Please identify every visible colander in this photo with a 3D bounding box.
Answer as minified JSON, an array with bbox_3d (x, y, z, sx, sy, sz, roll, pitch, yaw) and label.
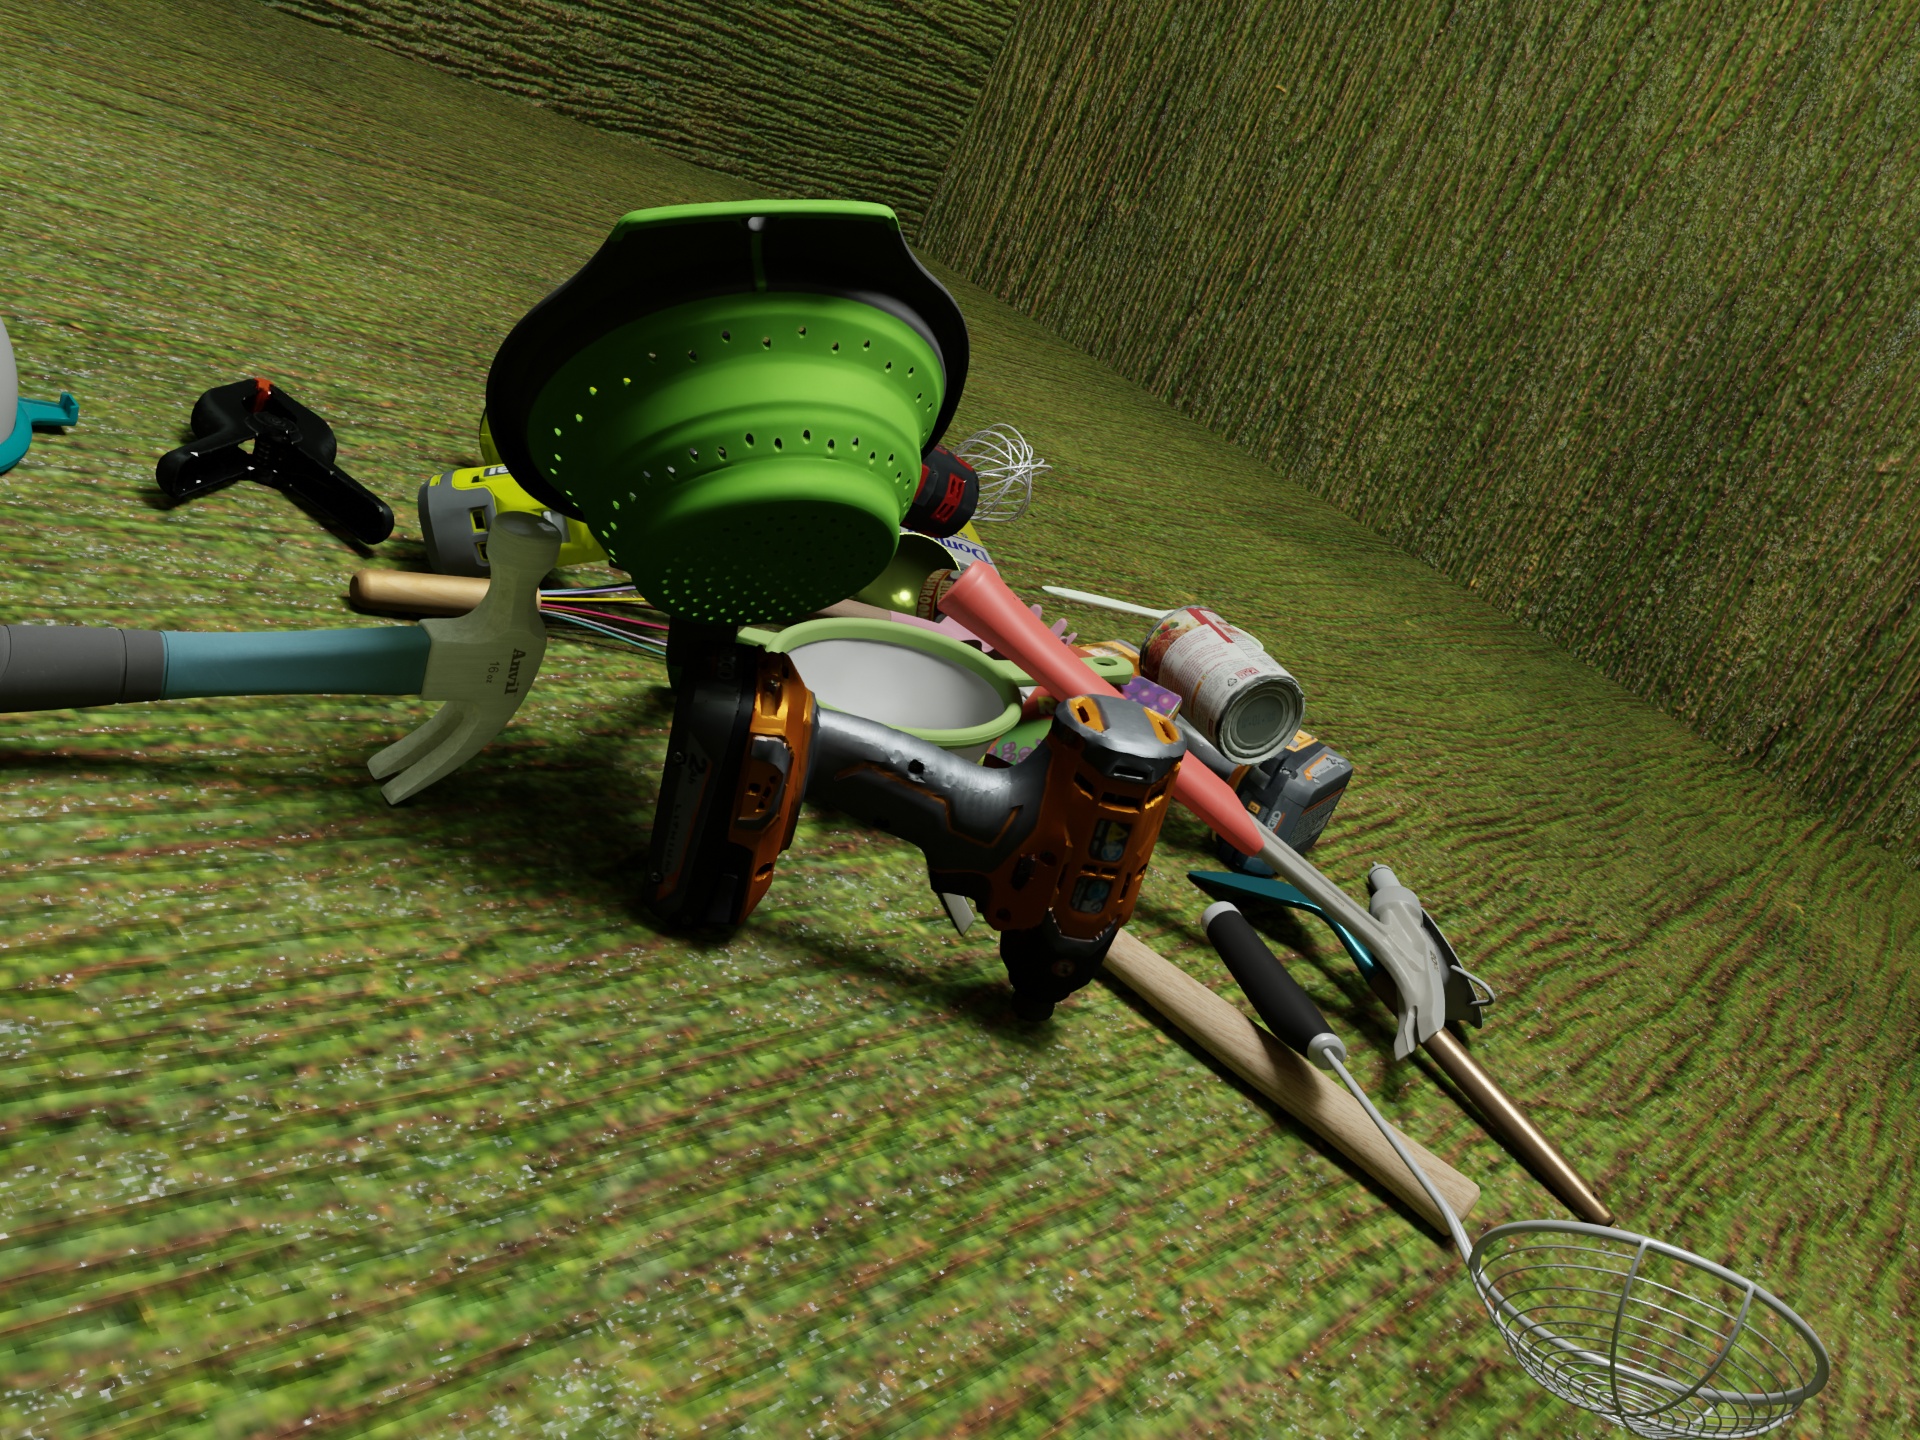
[{"bbox_3d":[-0.104,-0.070,0.734,0.204,0.397,0.095,-7,68,-16],"label":"colander"}]

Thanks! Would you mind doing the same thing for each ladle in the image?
[{"bbox_3d":[-0.082,-0.073,1.082,0.078,0.062,0.320,47,25,4],"label":"ladle"}]

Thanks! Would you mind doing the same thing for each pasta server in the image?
[{"bbox_3d":[-0.070,-0.077,1.031,0.316,0.040,0.060,12,23,-25],"label":"pasta server"}]

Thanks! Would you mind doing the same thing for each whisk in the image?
[{"bbox_3d":[-0.031,-0.168,1.204,0.070,0.070,0.285,14,-10,-34],"label":"whisk"},{"bbox_3d":[-0.226,-0.063,0.907,0.244,0.051,0.047,2,11,-42],"label":"whisk"}]

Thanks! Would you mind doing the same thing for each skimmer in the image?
[{"bbox_3d":[0.221,0.173,0.723,0.127,0.090,0.364,55,1,-33],"label":"skimmer"}]

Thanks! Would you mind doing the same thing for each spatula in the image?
[{"bbox_3d":[0.261,0.180,0.949,0.082,0.044,0.318,9,32,-44],"label":"spatula"}]

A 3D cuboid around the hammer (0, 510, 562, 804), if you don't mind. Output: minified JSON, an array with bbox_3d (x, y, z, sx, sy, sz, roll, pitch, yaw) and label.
[{"bbox_3d":[-0.316,-0.022,0.597,0.331,0.128,0.033,-3,34,-39],"label":"hammer"}]

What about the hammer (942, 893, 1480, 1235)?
[{"bbox_3d":[0.119,0.149,0.827,0.331,0.031,0.130,36,21,22],"label":"hammer"}]

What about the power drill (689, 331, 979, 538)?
[{"bbox_3d":[-0.113,-0.201,1.084,0.187,0.080,0.227,20,9,-44],"label":"power drill"}]

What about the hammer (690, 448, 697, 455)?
[{"bbox_3d":[-0.140,-0.159,1.123,0.146,0.035,0.335,24,4,-18],"label":"hammer"}]

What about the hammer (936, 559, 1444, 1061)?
[{"bbox_3d":[0.132,0.041,0.903,0.359,0.036,0.149,40,25,-6],"label":"hammer"}]

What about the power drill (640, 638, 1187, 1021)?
[{"bbox_3d":[-0.025,0.056,0.726,0.226,0.164,0.084,10,23,-10],"label":"power drill"}]

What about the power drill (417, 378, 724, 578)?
[{"bbox_3d":[-0.222,-0.156,0.984,0.190,0.080,0.229,-9,26,-7],"label":"power drill"}]

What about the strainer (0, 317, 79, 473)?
[{"bbox_3d":[-0.543,-0.175,0.682,0.211,0.095,0.341,24,19,-9],"label":"strainer"}]

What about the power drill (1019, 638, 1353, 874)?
[{"bbox_3d":[0.142,0.018,1.116,0.226,0.084,0.185,32,22,22],"label":"power drill"}]

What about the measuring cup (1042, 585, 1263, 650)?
[{"bbox_3d":[0.136,-0.061,1.160,0.167,0.038,0.083,15,19,-4],"label":"measuring cup"}]

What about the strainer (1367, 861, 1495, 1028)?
[{"bbox_3d":[0.300,0.142,1.064,0.258,0.050,0.087,-73,138,-76],"label":"strainer"}]

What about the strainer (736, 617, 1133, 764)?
[{"bbox_3d":[-0.002,-0.003,0.950,0.256,0.069,0.152,-5,30,-36],"label":"strainer"}]
